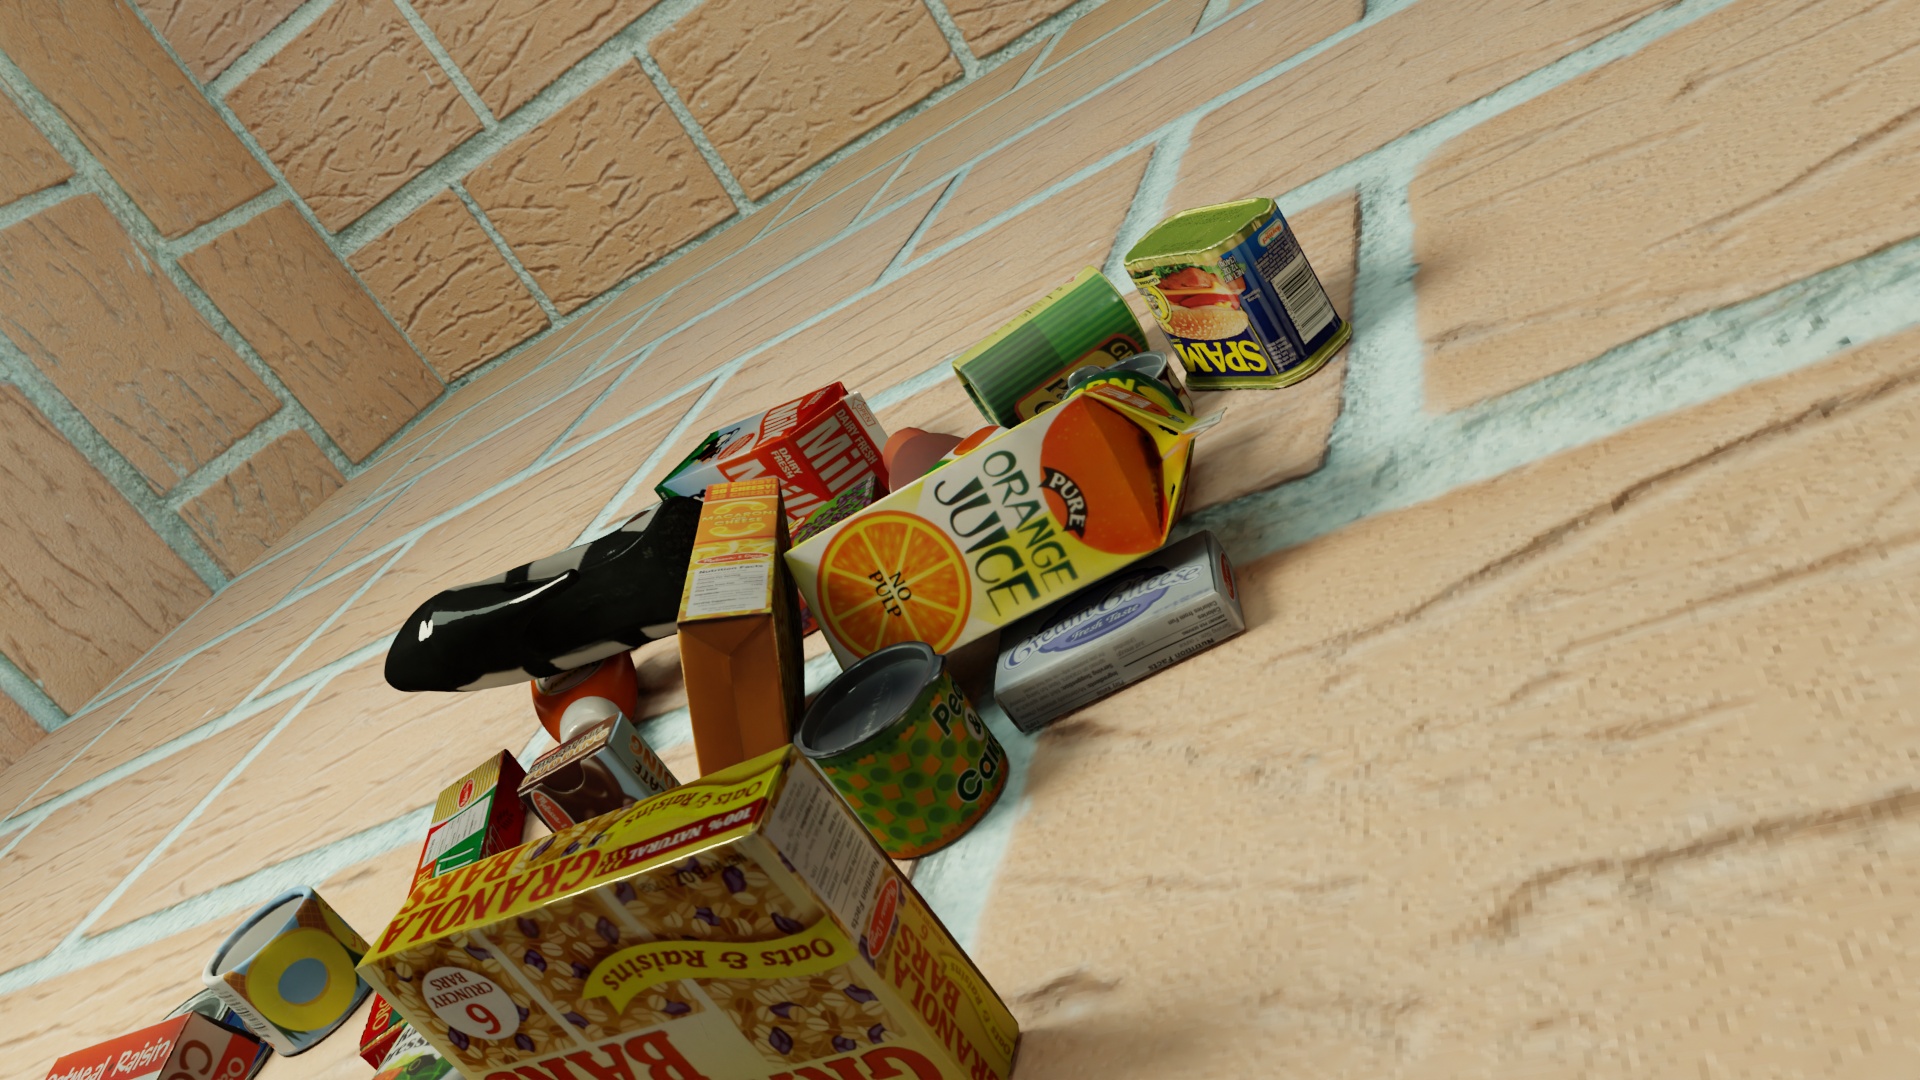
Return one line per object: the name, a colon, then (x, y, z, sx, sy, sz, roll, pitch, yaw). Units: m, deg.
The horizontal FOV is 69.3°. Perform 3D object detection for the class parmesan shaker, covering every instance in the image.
parmesan shaker: (0.055, -0.111, 0.849, 0.103, 0.071, 0.071, -36, 21, -1)

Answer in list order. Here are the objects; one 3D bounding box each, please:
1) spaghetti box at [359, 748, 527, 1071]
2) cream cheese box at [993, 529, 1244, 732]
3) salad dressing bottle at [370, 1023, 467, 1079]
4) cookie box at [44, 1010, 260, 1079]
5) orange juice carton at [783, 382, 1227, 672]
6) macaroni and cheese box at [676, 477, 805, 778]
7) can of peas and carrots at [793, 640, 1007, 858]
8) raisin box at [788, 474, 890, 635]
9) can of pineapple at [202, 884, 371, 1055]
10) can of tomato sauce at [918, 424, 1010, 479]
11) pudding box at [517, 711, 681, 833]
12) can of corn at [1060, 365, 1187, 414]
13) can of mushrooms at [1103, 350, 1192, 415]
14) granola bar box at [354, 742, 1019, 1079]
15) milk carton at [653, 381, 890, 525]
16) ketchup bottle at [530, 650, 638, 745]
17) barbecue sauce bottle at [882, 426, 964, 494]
spaghetti box: (-0.262, 0.185, 0.726, 0.050, 0.028, 0.251, -34, 21, 0)
cream cheese box: (0.063, 0.037, 0.572, 0.103, 0.024, 0.053, -27, 21, 17)
salad dressing bottle: (-0.201, 0.200, 0.583, 0.064, 0.044, 0.148, -24, 23, 21)
cookie box: (-0.390, 0.300, 0.603, 0.122, 0.040, 0.168, -23, 37, 28)
orange juice carton: (0.028, -0.010, 0.603, 0.192, 0.073, 0.072, -28, 1, 17)
macaroni and cheese box: (-0.093, 0.056, 0.626, 0.040, 0.123, 0.167, -5, 21, -4)
can of peas and carrots: (-0.021, 0.082, 0.552, 0.071, 0.058, 0.071, -29, 22, 13)
raisin box: (-0.093, 0.020, 0.818, 0.123, 0.040, 0.086, -30, 22, 14)
can of pineapple: (-0.348, 0.223, 0.729, 0.071, 0.057, 0.071, -29, 21, 13)
can of tomato sauce: (0.003, -0.009, 0.704, 0.083, 0.071, 0.071, -43, 23, -24)
pudding box: (-0.148, 0.122, 0.615, 0.049, 0.083, 0.030, -30, 21, 12)
can of corn: (0.072, -0.042, 0.665, 0.071, 0.071, 0.058, -23, 24, 27)
can of mushrooms: (0.090, -0.070, 0.752, 0.071, 0.033, 0.071, -29, 22, 13)
granola bar box: (-0.084, 0.140, 0.428, 0.165, 0.124, 0.039, -23, 23, 27)
milk carton: (-0.116, -0.050, 0.955, 0.190, 0.072, 0.074, -14, 28, 42)
ketchup bottle: (-0.223, 0.099, 0.833, 0.065, 0.043, 0.149, -29, 21, -10)
barbecue sauce bottle: (-0.014, -0.037, 0.819, 0.065, 0.043, 0.149, -25, 19, -8)
